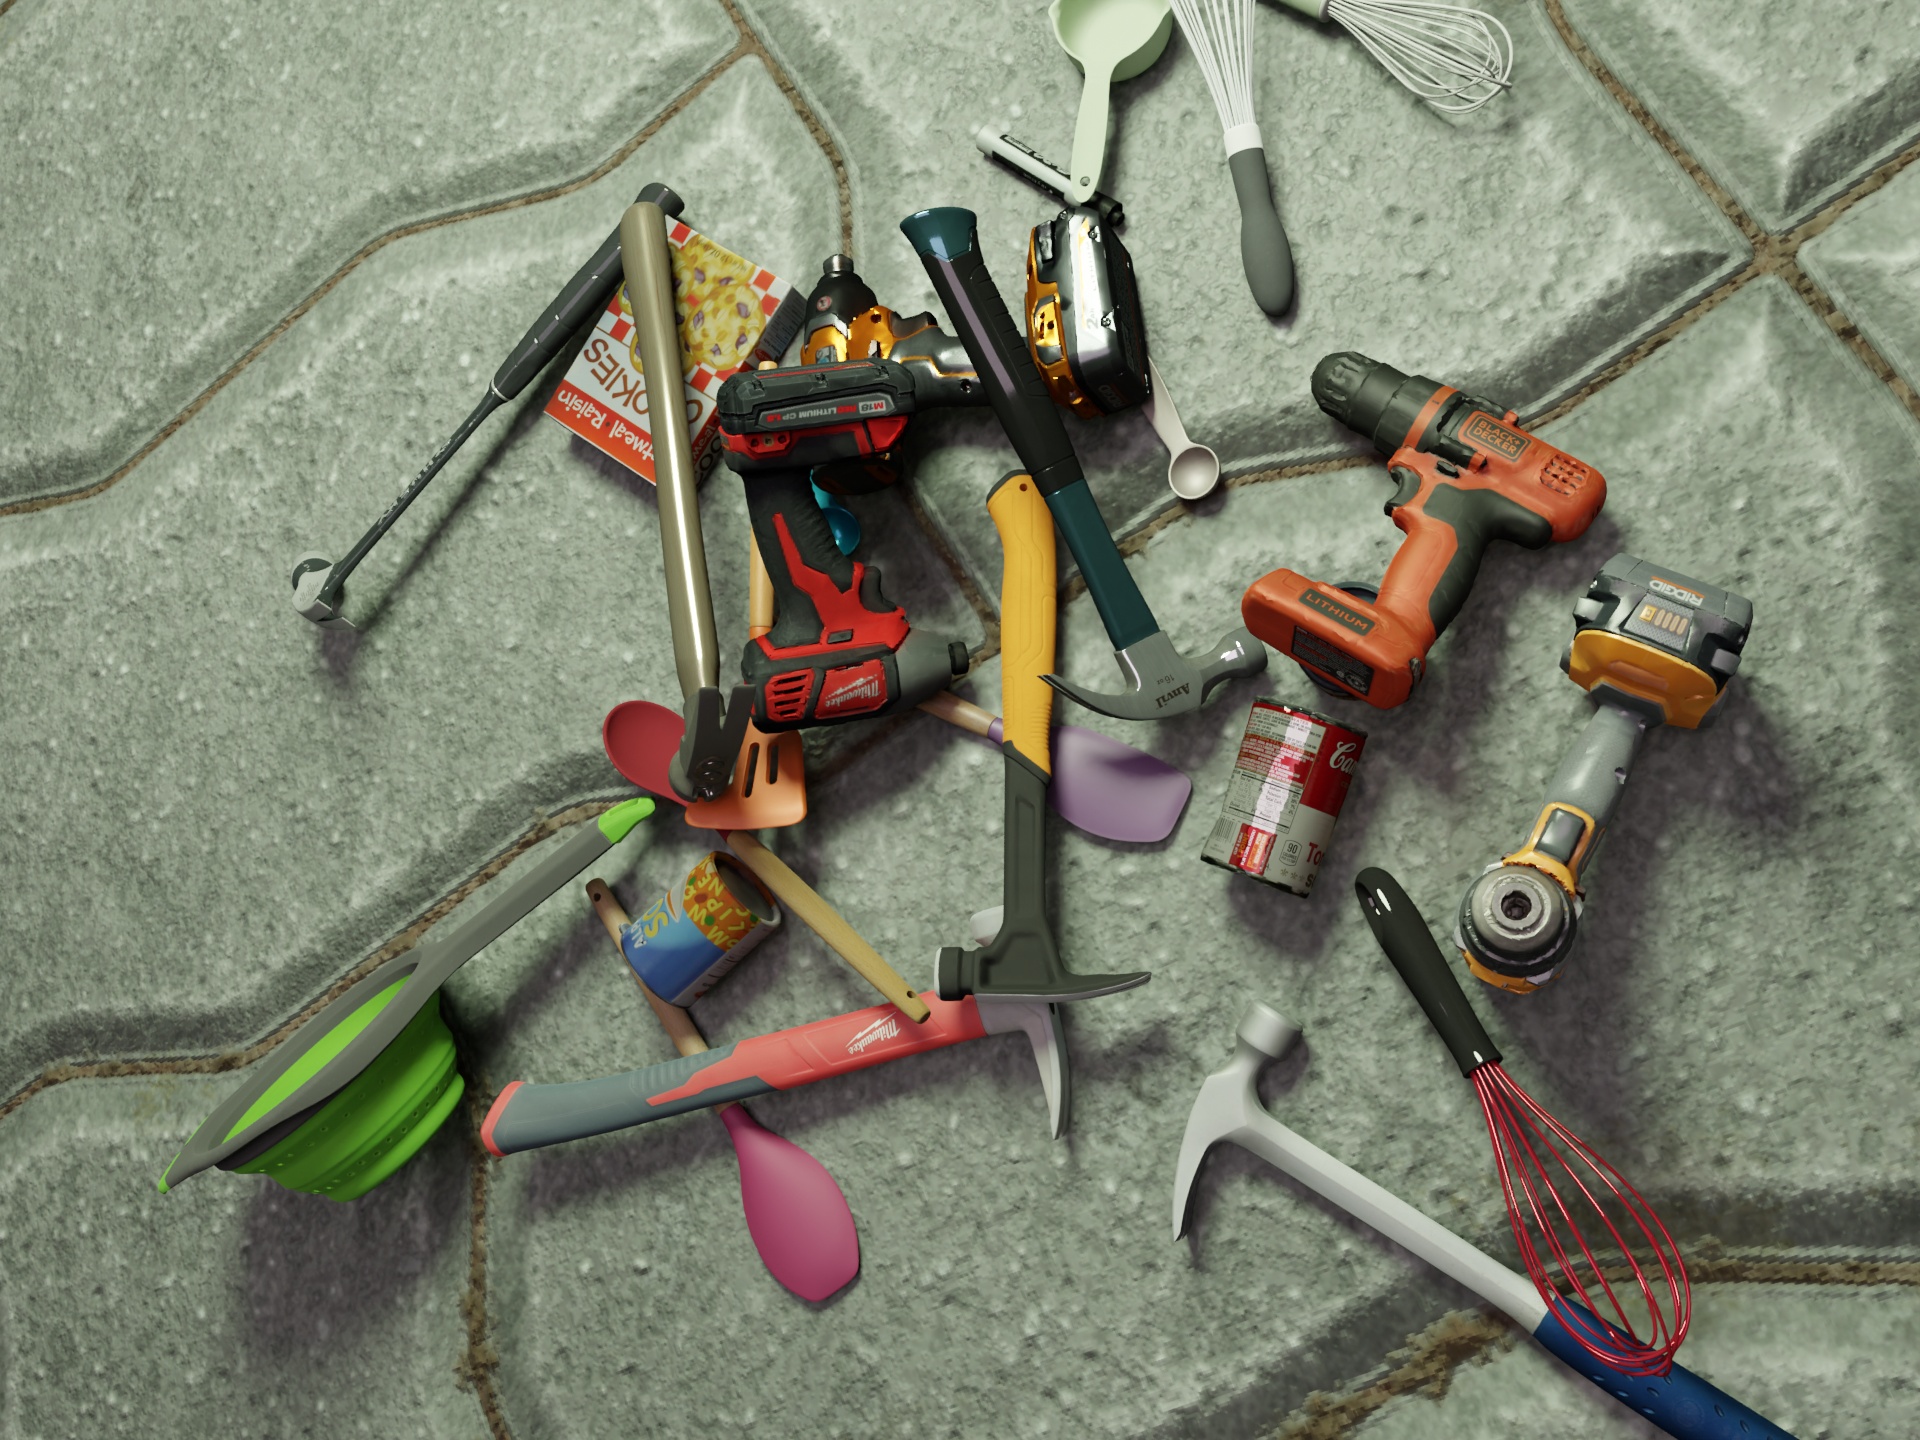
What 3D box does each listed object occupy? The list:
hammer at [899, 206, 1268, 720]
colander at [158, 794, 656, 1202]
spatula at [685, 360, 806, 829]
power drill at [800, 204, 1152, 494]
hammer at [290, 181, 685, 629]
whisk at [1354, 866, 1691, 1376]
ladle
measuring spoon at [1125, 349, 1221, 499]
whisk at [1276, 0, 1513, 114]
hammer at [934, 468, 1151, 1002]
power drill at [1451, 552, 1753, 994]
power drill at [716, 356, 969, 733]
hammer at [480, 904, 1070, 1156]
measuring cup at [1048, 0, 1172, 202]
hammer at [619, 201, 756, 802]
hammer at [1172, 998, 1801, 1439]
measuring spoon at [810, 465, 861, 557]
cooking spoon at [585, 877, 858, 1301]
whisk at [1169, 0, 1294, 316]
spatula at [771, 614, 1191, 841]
[{"bbox_3d":[0.056,-0.150,0.938,0.128,0.033,0.331,-27,94,-9],"label":"hammer"},{"bbox_3d":[-0.340,0.202,1.065,0.397,0.205,0.094,-38,104,1],"label":"colander"},{"bbox_3d":[-0.133,-0.087,1.052,0.081,0.041,0.323,-2,80,11],"label":"spatula"},{"bbox_3d":[-0.001,-0.251,1.030,0.226,0.084,0.164,-12,75,22],"label":"power drill"},{"bbox_3d":[-0.343,-0.227,1.149,0.409,0.036,0.149,-49,31,2],"label":"hammer"},{"bbox_3d":[0.288,0.201,0.844,0.073,0.073,0.296,-33,58,12],"label":"whisk"},{"bbox_3d":[-0.127,0.088,1.019,0.316,0.069,0.031,40,132,29],"label":"ladle"},{"bbox_3d":[0.132,-0.191,1.009,0.034,0.018,0.124,-35,65,25],"label":"measuring spoon"},{"bbox_3d":[0.237,-0.445,0.992,0.246,0.059,0.057,38,123,25],"label":"whisk"},{"bbox_3d":[0.049,0.003,0.975,0.127,0.034,0.337,-2,73,7],"label":"hammer"},{"bbox_3d":[0.319,0.033,0.814,0.084,0.185,0.226,26,88,23],"label":"power drill"},{"bbox_3d":[-0.071,-0.105,0.973,0.143,0.079,0.219,-9,108,-11],"label":"power drill"},{"bbox_3d":[-0.123,0.233,1.004,0.386,0.038,0.143,-17,76,12],"label":"hammer"},{"bbox_3d":[0.095,-0.415,1.043,0.083,0.038,0.167,7,86,21],"label":"measuring cup"},{"bbox_3d":[-0.180,-0.163,1.012,0.038,0.146,0.411,-4,68,-18],"label":"hammer"},{"bbox_3d":[0.300,0.317,0.853,0.406,0.035,0.144,30,92,22],"label":"hammer"},{"bbox_3d":[-0.097,-0.161,1.086,0.042,0.021,0.129,-11,67,-7],"label":"measuring spoon"},{"bbox_3d":[-0.166,0.234,1.045,0.069,0.017,0.319,-38,71,8],"label":"cooking spoon"},{"bbox_3d":[0.171,-0.391,0.990,0.070,0.070,0.284,-12,90,18],"label":"whisk"},{"bbox_3d":[-0.002,-0.003,1.023,0.316,0.018,0.060,26,85,21],"label":"spatula"}]
